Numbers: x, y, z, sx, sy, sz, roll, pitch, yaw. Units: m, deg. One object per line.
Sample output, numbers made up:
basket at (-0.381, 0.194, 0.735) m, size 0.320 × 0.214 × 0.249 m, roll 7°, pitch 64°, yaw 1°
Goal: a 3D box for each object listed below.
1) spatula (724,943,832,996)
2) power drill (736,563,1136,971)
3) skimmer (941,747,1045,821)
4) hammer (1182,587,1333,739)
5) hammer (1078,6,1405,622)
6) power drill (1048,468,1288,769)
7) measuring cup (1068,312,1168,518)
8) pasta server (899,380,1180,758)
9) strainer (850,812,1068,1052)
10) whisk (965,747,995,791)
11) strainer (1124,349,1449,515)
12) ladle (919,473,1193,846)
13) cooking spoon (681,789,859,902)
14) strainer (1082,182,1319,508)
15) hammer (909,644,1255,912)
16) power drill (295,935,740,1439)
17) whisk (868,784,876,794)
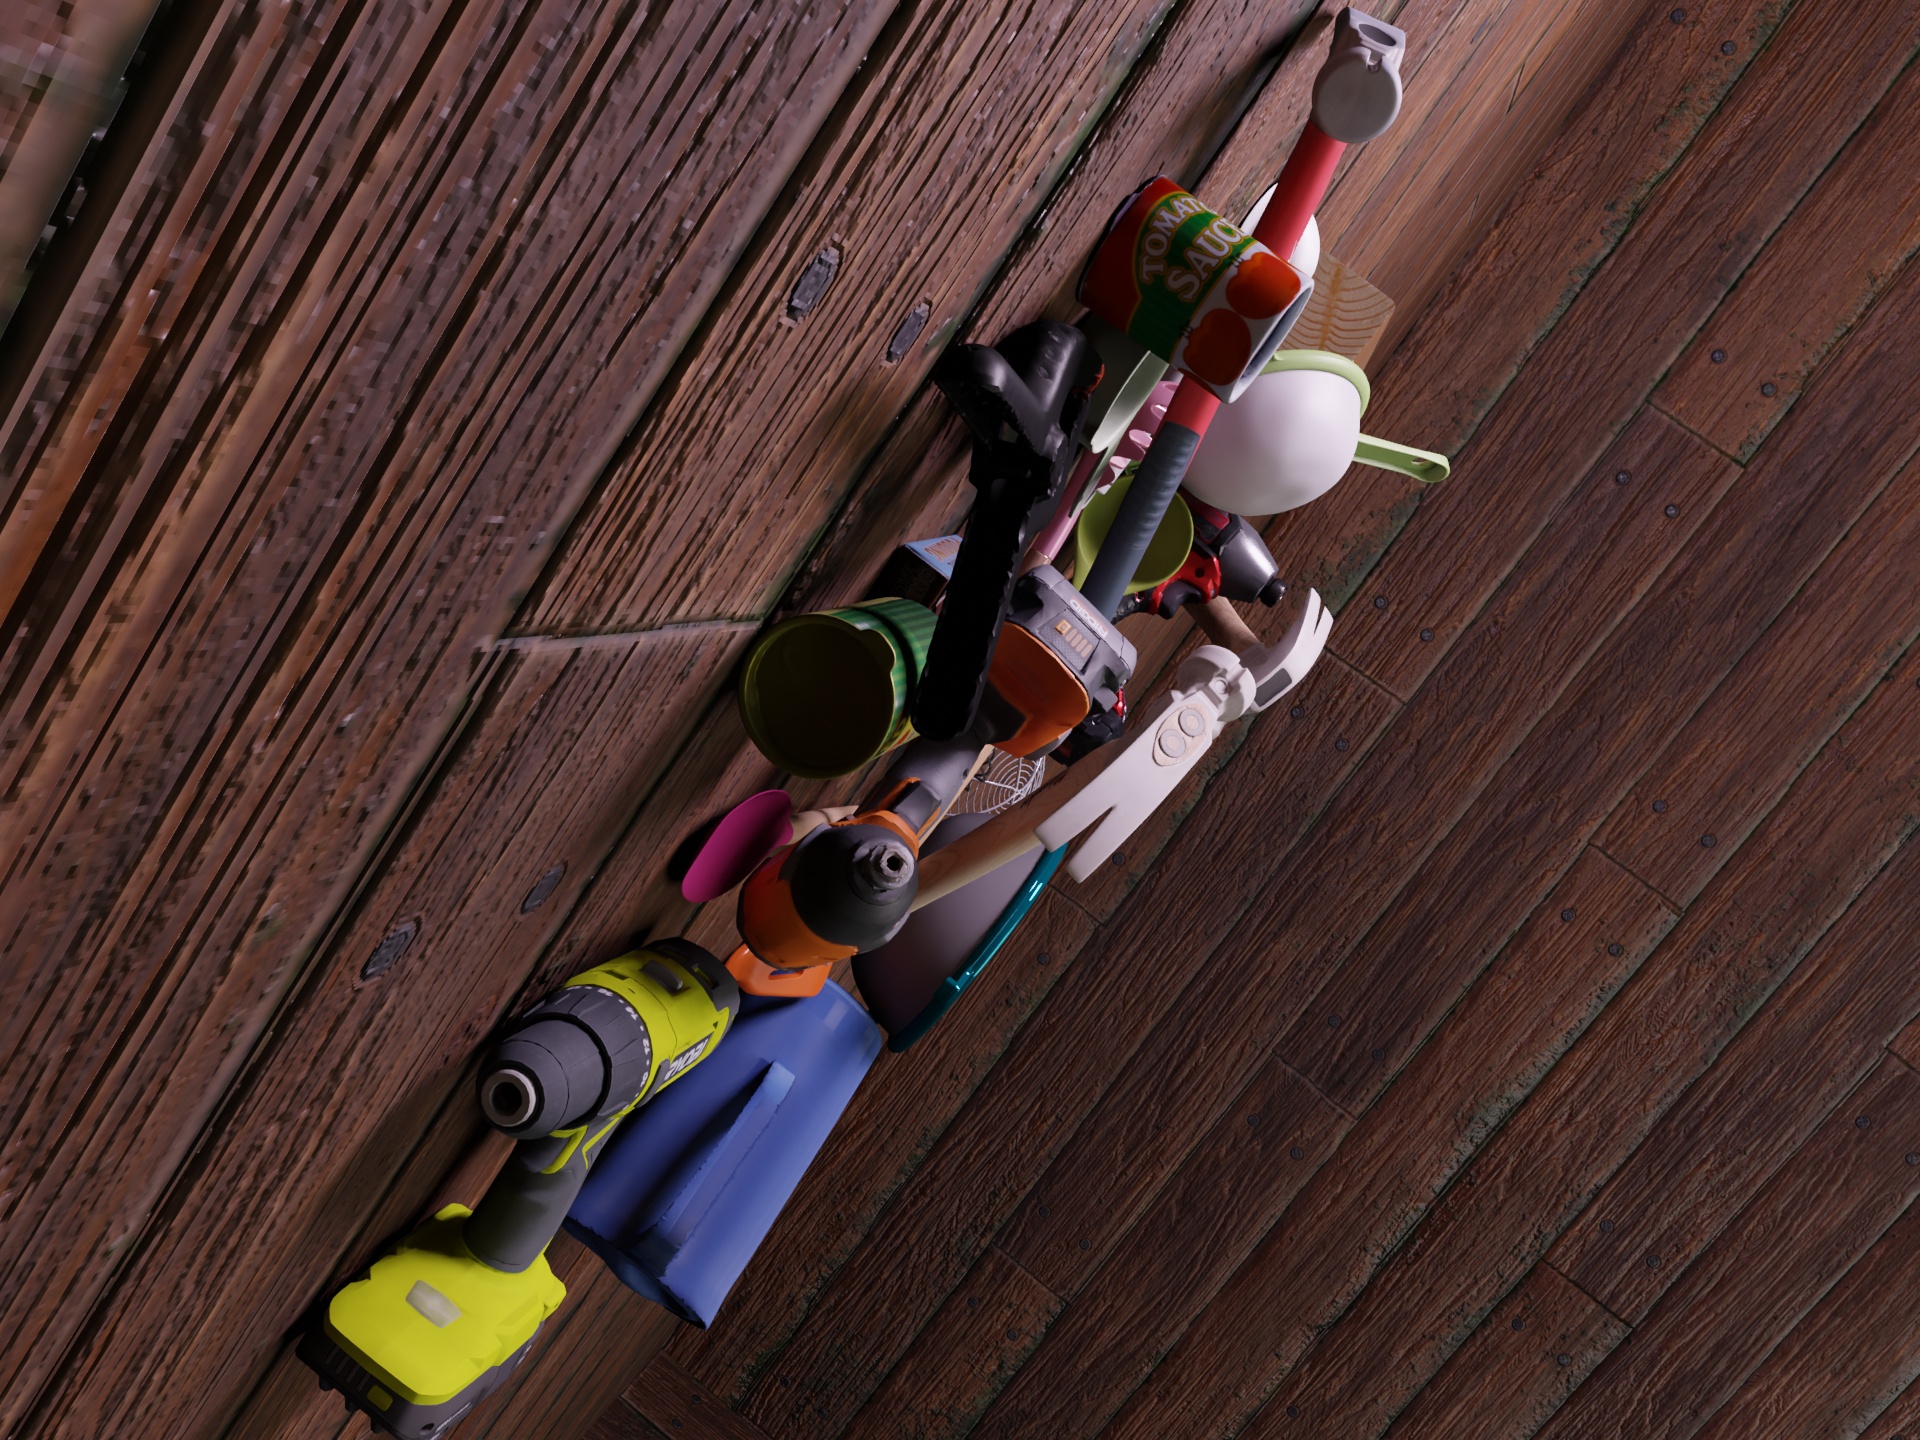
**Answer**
spatula at (-0.158, 0.181, 0.973) m, size 0.322 × 0.041 × 0.081 m, roll -30°, pitch 140°, yaw -67°
power drill at (-0.011, 0.027, 0.799) m, size 0.226 × 0.084 × 0.164 m, roll -49°, pitch -173°, yaw -25°
skimmer at (-0.011, 0.075, 1.403) m, size 0.127 × 0.090 × 0.363 m, roll -41°, pitch 179°, yaw -20°
hammer at (0.192, -0.095, 1.240) m, size 0.130 × 0.031 × 0.332 m, roll -34°, pitch -153°, yaw 9°
hammer at (0.126, -0.176, 0.841) m, size 0.143 × 0.038 × 0.386 m, roll -68°, pitch -178°, yaw -54°
power drill at (0.123, -0.074, 1.120) m, size 0.220 × 0.143 × 0.078 m, roll -48°, pitch 168°, yaw -18°
measuring cup at (0.066, -0.155, 0.817) m, size 0.083 × 0.038 × 0.167 m, roll -50°, pitch 173°, yaw -23°
pasta server at (0.040, -0.071, 0.939) m, size 0.316 × 0.040 × 0.060 m, roll -58°, pitch -173°, yaw 1°
strainer at (-0.041, 0.168, 1.263) m, size 0.211 × 0.095 × 0.340 m, roll -51°, pitch -178°, yaw -33°
whisk at (-0.001, -0.004, 1.071) m, size 0.055 × 0.055 × 0.238 m, roll -51°, pitch 167°, yaw -15°
strainer at (0.248, -0.172, 1.087) m, size 0.256 × 0.069 × 0.151 m, roll 6°, pitch 153°, yaw -32°
ladle at (0.051, -0.038, 1.011) m, size 0.320 × 0.078 × 0.062 m, roll -54°, pitch -177°, yaw -28°
cooking spoon at (-0.095, 0.061, 0.898) m, size 0.069 × 0.017 × 0.319 m, roll -56°, pitch 171°, yaw 5°
strainer at (0.150, -0.230, 0.976) m, size 0.258 × 0.050 × 0.086 m, roll -52°, pitch 157°, yaw 16°
hammer at (0.005, 0.079, 0.901) m, size 0.146 × 0.038 × 0.410 m, roll -43°, pitch -176°, yaw -33°
power drill at (-0.202, 0.210, 0.726) m, size 0.228 × 0.080 × 0.190 m, roll -57°, pitch 172°, yaw 9°
whisk at (-0.079, 0.117, 1.155) m, size 0.057 × 0.059 × 0.246 m, roll -7°, pitch 154°, yaw -23°
